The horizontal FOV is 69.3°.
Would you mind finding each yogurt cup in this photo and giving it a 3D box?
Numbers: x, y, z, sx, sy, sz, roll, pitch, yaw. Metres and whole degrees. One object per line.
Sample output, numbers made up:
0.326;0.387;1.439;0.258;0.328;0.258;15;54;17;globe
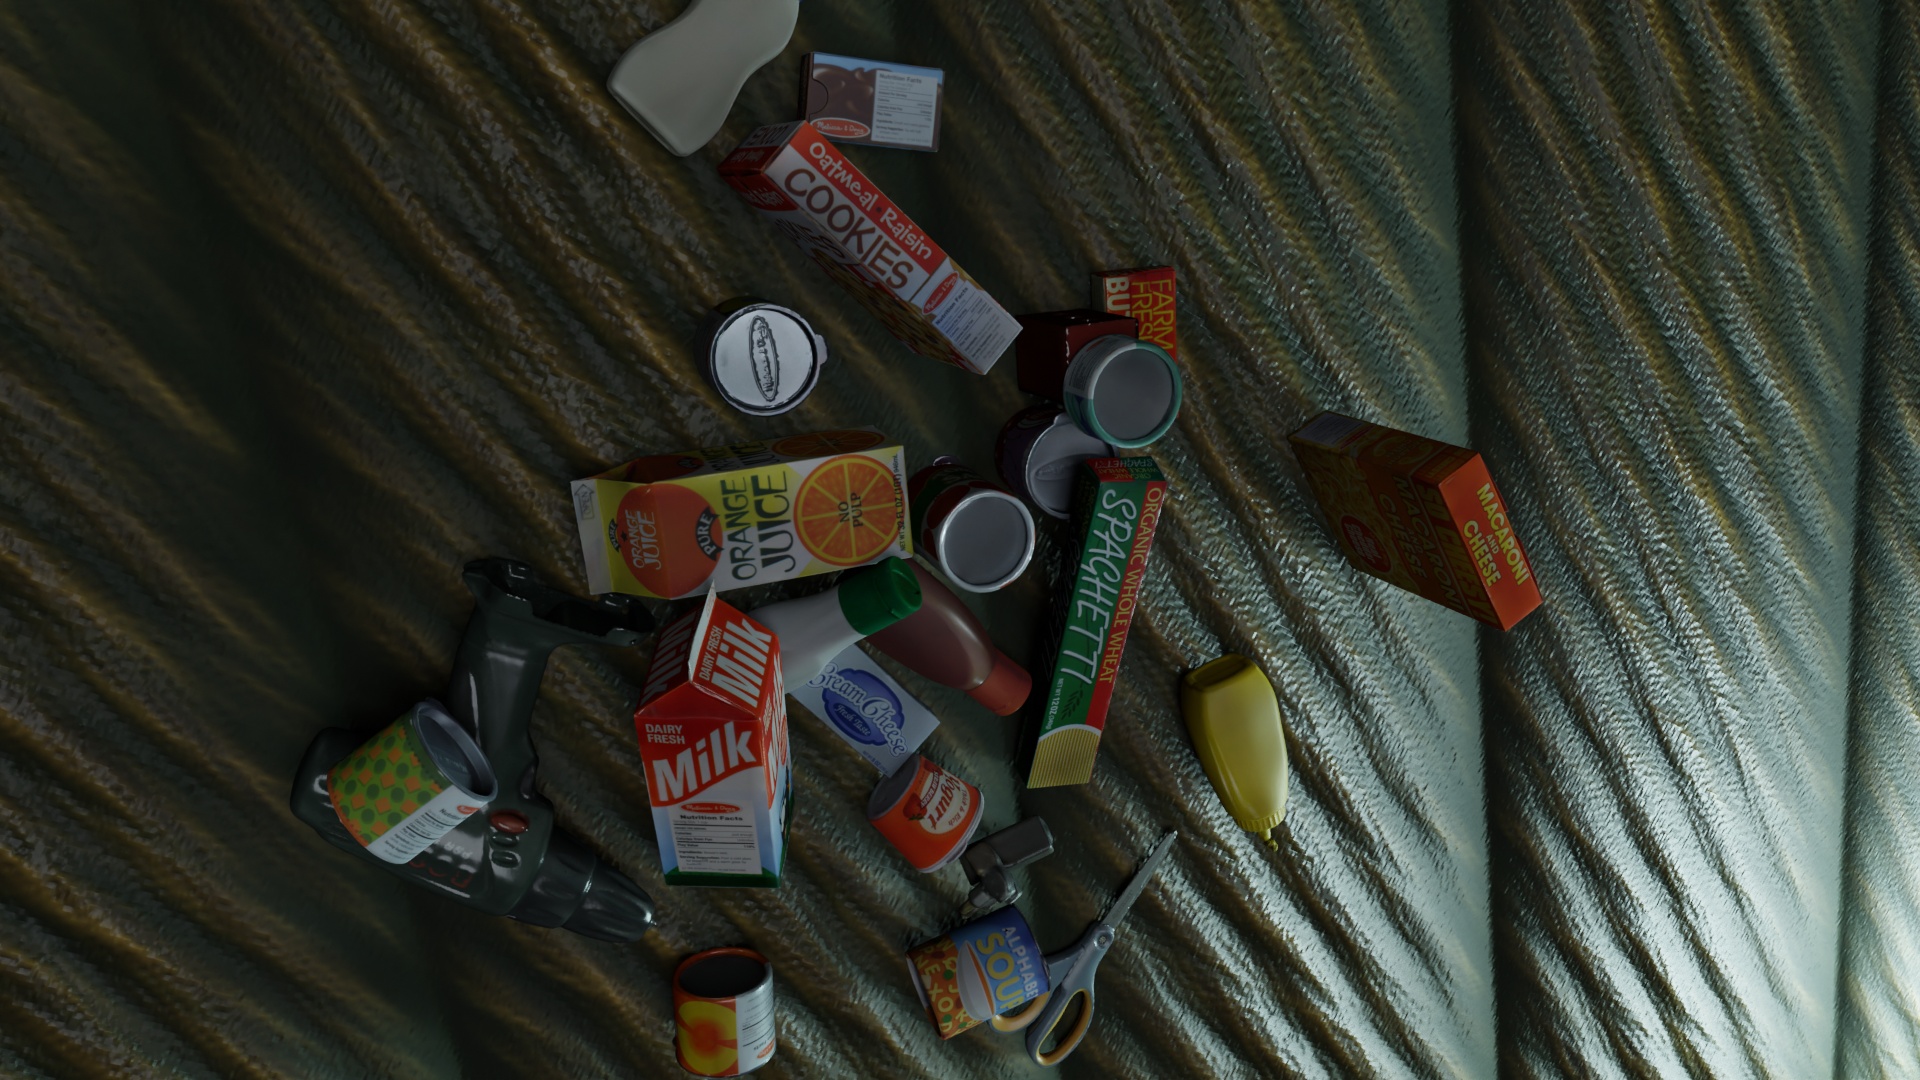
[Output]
-0.026;0.180;0.931;0.054;0.072;0.072;41;88;-16;yogurt cup

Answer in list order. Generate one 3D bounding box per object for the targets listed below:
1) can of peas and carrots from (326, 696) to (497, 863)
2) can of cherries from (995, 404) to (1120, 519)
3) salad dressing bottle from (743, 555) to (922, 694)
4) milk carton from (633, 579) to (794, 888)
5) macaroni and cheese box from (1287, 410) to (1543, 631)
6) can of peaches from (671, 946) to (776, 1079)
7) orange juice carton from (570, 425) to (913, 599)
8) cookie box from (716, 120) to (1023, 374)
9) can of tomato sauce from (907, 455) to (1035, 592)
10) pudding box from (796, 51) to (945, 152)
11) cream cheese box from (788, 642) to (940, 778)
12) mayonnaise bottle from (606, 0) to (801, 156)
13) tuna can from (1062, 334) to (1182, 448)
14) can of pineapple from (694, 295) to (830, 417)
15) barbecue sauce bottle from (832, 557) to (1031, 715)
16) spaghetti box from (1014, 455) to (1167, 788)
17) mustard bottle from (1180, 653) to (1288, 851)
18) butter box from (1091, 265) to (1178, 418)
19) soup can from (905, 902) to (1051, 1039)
-0.294;0.128;0.744;0.059;0.071;0.070;-37;113;-2;can of peas and carrots
0.063;-0.055;0.907;0.071;0.058;0.071;-5;106;-18;can of cherries
-0.093;0.056;0.847;0.147;0.044;0.064;-27;139;22;salad dressing bottle
-0.144;0.117;0.821;0.073;0.073;0.189;1;128;1;milk carton
0.307;-0.018;0.948;0.040;0.167;0.123;-36;113;-9;macaroni and cheese box
-0.158;0.309;0.914;0.071;0.071;0.058;-5;106;-19;can of peaches
-0.131;-0.017;0.836;0.193;0.073;0.071;-10;108;-18;orange juice carton
-0.056;-0.168;0.798;0.167;0.123;0.040;40;87;-24;cookie box
0.003;-0.011;0.882;0.071;0.083;0.071;-5;106;-19;can of tomato sauce
-0.054;-0.260;0.827;0.084;0.030;0.049;0;105;-20;pudding box
-0.067;0.105;0.918;0.053;0.024;0.103;-48;114;-5;cream cheese box
-0.129;-0.290;0.786;0.148;0.041;0.064;-49;116;-4;mayonnaise bottle
0.100;-0.089;0.841;0.071;0.033;0.071;-6;106;-21;tuna can
-0.120;-0.110;0.825;0.071;0.058;0.070;-5;106;-19;can of pineapple
-0.014;0.065;0.911;0.064;0.044;0.148;-29;126;33;barbecue sauce bottle
0.083;0.060;0.922;0.050;0.029;0.248;-2;121;-21;spaghetti box
0.208;0.163;1.022;0.065;0.049;0.159;-23;111;-13;mustard bottle
0.116;-0.129;0.926;0.053;0.024;0.103;-9;106;-17;butter box
0.013;0.302;0.972;0.084;0.071;0.071;-21;110;-14;soup can
